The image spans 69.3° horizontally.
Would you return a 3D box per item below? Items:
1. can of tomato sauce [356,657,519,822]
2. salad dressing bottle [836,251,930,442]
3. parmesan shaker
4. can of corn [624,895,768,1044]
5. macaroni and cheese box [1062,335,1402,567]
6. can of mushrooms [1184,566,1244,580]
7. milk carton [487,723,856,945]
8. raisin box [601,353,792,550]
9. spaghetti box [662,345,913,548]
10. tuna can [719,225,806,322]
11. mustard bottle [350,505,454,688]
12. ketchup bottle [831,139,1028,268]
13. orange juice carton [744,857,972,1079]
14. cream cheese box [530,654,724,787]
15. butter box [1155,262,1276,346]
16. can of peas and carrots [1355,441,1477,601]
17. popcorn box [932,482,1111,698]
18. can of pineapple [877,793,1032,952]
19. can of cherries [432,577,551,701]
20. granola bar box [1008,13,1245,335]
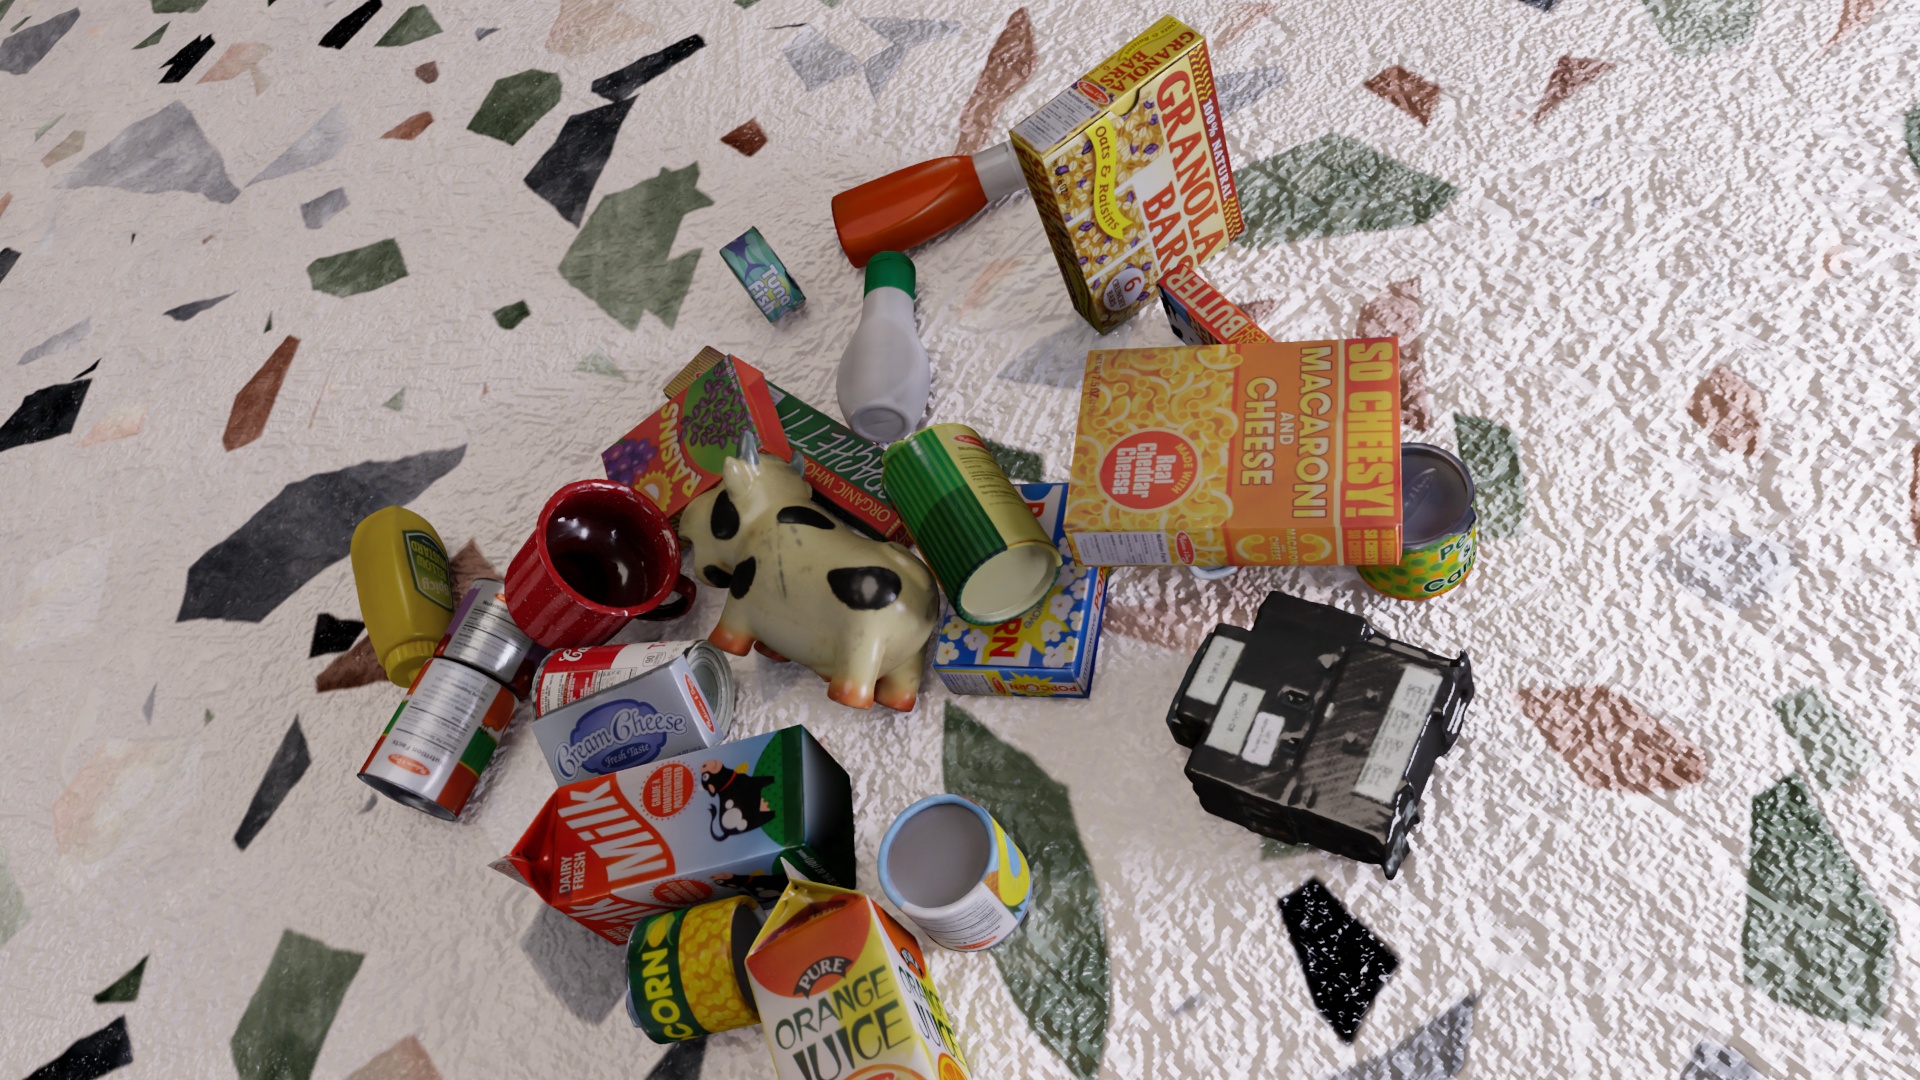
[{"bbox_3d":[-0.329,0.126,0.879,0.071,0.071,0.083,8,61,27],"label":"can of tomato sauce"},{"bbox_3d":[-0.051,-0.137,0.960,0.064,0.043,0.148,-11,53,16],"label":"salad dressing bottle"},{"bbox_3d":[0.003,-0.010,0.781,0.071,0.071,0.103,-32,51,0],"label":"parmesan shaker"},{"bbox_3d":[-0.134,0.225,0.726,0.058,0.071,0.071,-16,53,11],"label":"can of corn"},{"bbox_3d":[0.145,-0.047,0.733,0.166,0.040,0.124,0,56,17],"label":"macaroni and cheese box"},{"bbox_3d":[0.146,-0.014,0.775,0.071,0.070,0.033,-35,52,-3],"label":"can of mushrooms"},{"bbox_3d":[-0.160,0.170,0.773,0.190,0.072,0.074,-16,53,12],"label":"milk carton"},{"bbox_3d":[-0.177,-0.054,0.932,0.123,0.040,0.086,-34,59,18],"label":"raisin box"},{"bbox_3d":[-0.111,-0.065,0.943,0.250,0.028,0.050,32,74,36],"label":"spaghetti box"},{"bbox_3d":[-0.145,-0.194,1.023,0.033,0.071,0.071,-36,51,-2],"label":"tuna can"},{"bbox_3d":[-0.378,0.051,0.955,0.049,0.065,0.161,-30,57,8],"label":"mustard bottle"},{"bbox_3d":[-0.020,-0.254,1.028,0.149,0.043,0.065,-20,53,9],"label":"ketchup bottle"},{"bbox_3d":[-0.046,0.245,0.674,0.073,0.071,0.193,-29,51,2],"label":"orange juice carton"},{"bbox_3d":[-0.191,0.108,0.792,0.103,0.024,0.053,-23,94,20],"label":"cream cheese box"},{"bbox_3d":[0.163,-0.123,0.855,0.024,0.053,0.104,-36,51,-1],"label":"butter box"},{"bbox_3d":[0.242,-0.008,0.739,0.071,0.058,0.071,-11,55,15],"label":"can of peas and carrots"},{"bbox_3d":[0.040,0.028,0.810,0.085,0.038,0.127,-1,57,23],"label":"popcorn box"},{"bbox_3d":[-0.003,0.170,0.717,0.071,0.057,0.071,-11,54,16],"label":"can of pineapple"},{"bbox_3d":[-0.302,0.066,0.911,0.071,0.071,0.058,7,61,27],"label":"can of cherries"},{"bbox_3d":[0.110,-0.224,0.875,0.124,0.165,0.039,-38,54,-5],"label":"granola bar box"}]
